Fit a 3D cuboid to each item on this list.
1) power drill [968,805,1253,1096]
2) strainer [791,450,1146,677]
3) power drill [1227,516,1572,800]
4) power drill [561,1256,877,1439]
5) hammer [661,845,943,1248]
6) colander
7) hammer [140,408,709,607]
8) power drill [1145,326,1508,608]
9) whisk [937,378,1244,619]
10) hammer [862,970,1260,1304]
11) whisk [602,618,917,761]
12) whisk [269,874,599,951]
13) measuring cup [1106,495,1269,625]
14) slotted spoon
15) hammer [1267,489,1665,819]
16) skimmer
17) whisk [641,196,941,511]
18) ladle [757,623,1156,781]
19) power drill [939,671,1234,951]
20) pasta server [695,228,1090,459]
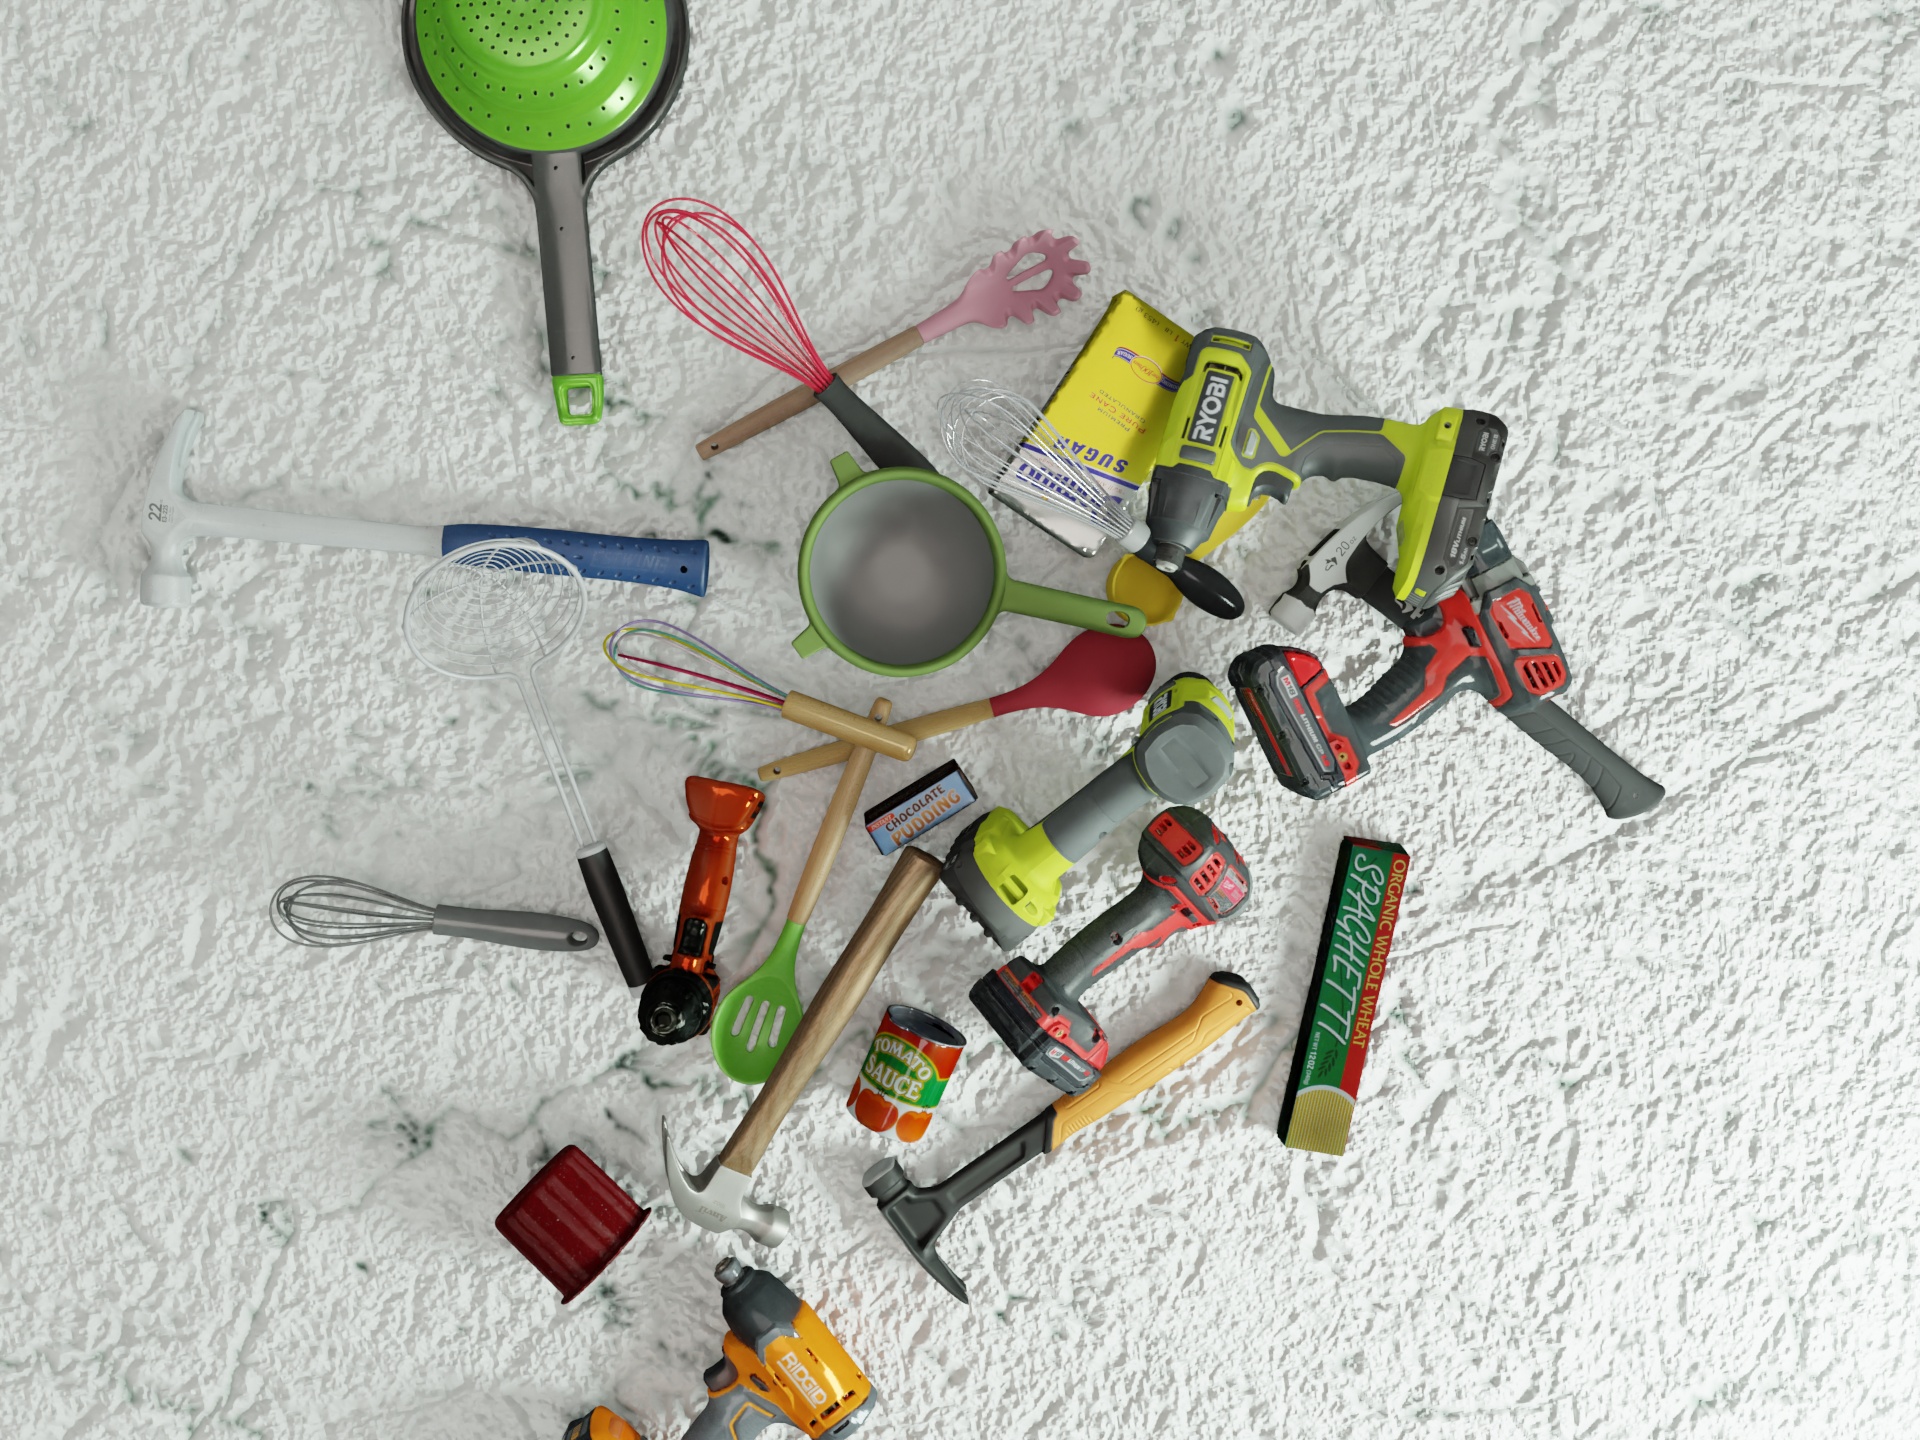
[{"bbox_3d":[0.125,0.170,1.184,0.219,0.143,0.079,-44,52,1],"label":"power drill"},{"bbox_3d":[0.008,-0.098,1.172,0.256,0.069,0.151,12,94,-5],"label":"strainer"},{"bbox_3d":[0.312,-0.062,1.155,0.226,0.080,0.188,-26,94,-2],"label":"power drill"},{"bbox_3d":[-0.200,0.530,1.227,0.226,0.084,0.164,-36,96,-3],"label":"power drill"},{"bbox_3d":[-0.113,0.239,1.195,0.130,0.031,0.331,29,95,-24],"label":"hammer"},{"bbox_3d":[-0.289,-0.409,1.108,0.204,0.094,0.397,-4,96,-3],"label":"colander"},{"bbox_3d":[-0.388,-0.137,1.163,0.405,0.035,0.144,5,96,-4],"label":"hammer"},{"bbox_3d":[0.246,-0.163,1.101,0.223,0.080,0.171,16,82,10],"label":"power drill"},{"bbox_3d":[0.098,-0.150,1.136,0.284,0.070,0.070,33,94,-23],"label":"whisk"},{"bbox_3d":[0.094,0.311,1.239,0.337,0.034,0.127,-36,96,1],"label":"hammer"},{"bbox_3d":[-0.149,-0.017,1.168,0.245,0.047,0.051,20,101,5],"label":"whisk"},{"bbox_3d":[-0.392,0.152,1.191,0.239,0.055,0.055,7,96,-8],"label":"whisk"},{"bbox_3d":[0.174,-0.131,1.204,0.156,0.029,0.062,-40,102,-10],"label":"measuring cup"},{"bbox_3d":[-0.112,0.129,1.202,0.070,0.031,0.313,21,98,-7],"label":"slotted spoon"},{"bbox_3d":[0.407,-0.039,1.216,0.334,0.035,0.146,38,94,-6],"label":"hammer"},{"bbox_3d":[-0.287,0.045,1.147,0.127,0.090,0.363,-21,103,-12],"label":"skimmer"},{"bbox_3d":[-0.110,-0.251,1.127,0.073,0.073,0.295,-46,116,2],"label":"whisk"},{"bbox_3d":[-0.002,-0.004,1.204,0.315,0.031,0.069,-17,98,1],"label":"ladle"},{"bbox_3d":[0.102,0.052,1.151,0.228,0.190,0.080,-40,96,16],"label":"power drill"},{"bbox_3d":[-0.053,-0.269,1.165,0.316,0.040,0.060,-28,112,1],"label":"pasta server"}]
